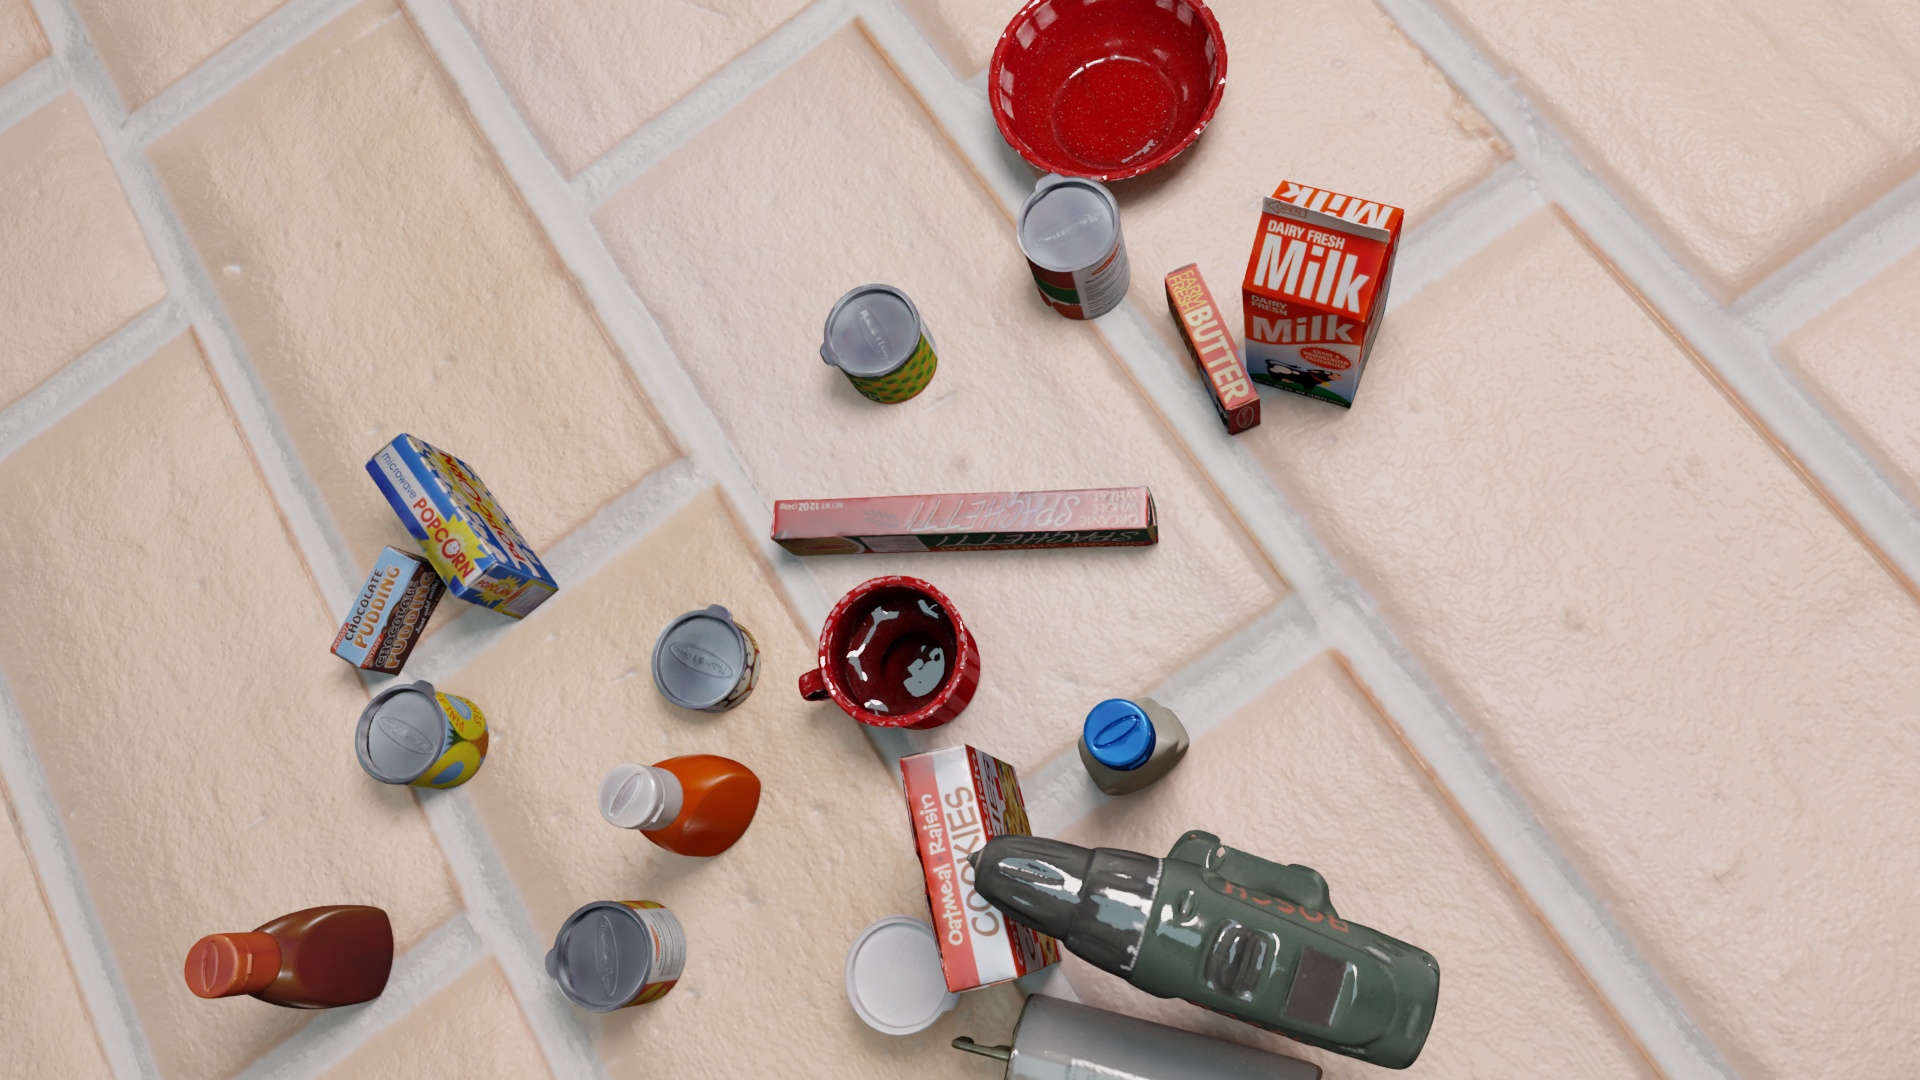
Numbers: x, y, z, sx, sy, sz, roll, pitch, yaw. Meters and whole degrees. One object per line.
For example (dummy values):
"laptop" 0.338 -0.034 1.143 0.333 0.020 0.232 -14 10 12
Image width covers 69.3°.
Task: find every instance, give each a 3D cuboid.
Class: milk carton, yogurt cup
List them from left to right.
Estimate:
"yogurt cup" -0.031 0.261 0.840 0.072 0.054 0.072 -3 76 11
"milk carton" 0.213 -0.150 0.822 0.072 0.190 0.073 19 81 16

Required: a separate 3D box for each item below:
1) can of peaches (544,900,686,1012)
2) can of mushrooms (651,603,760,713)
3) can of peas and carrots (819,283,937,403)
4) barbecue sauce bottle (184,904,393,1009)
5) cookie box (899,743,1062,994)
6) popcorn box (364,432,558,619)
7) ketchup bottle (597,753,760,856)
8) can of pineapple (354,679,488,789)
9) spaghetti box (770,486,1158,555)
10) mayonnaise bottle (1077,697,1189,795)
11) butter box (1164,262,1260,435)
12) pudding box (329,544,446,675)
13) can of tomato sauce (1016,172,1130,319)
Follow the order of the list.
"can of peaches" -0.216 0.261 0.876 0.071 0.058 0.071 -3 76 11
"can of mushrooms" -0.168 0.079 0.926 0.071 0.033 0.071 -3 75 11
"can of peas and carrots" -0.055 -0.131 0.943 0.071 0.058 0.071 -3 76 11
"barbecue sauce bottle" -0.417 0.263 0.871 0.043 0.148 0.065 -5 75 11
"cookie box" 0.014 0.186 0.790 0.040 0.167 0.123 -16 74 8
"popcorn box" -0.343 -0.009 0.958 0.038 0.085 0.127 -41 72 0
"ketchup bottle" -0.171 0.160 0.845 0.043 0.148 0.065 29 84 17
"can of pineapple" -0.362 0.133 0.940 0.071 0.057 0.071 -3 76 11
"spaghetti box" 0.003 -0.011 0.904 0.250 0.050 0.029 -2 76 11
"mayonnaise bottle" 0.097 0.117 0.800 0.065 0.148 0.041 -33 72 3
"butter box" 0.163 -0.123 0.898 0.024 0.053 0.104 -23 73 6
"pudding box" -0.399 0.049 0.974 0.030 0.049 0.084 24 82 16
"can of tomato sauce" 0.075 -0.193 0.918 0.071 0.083 0.071 -3 76 11
